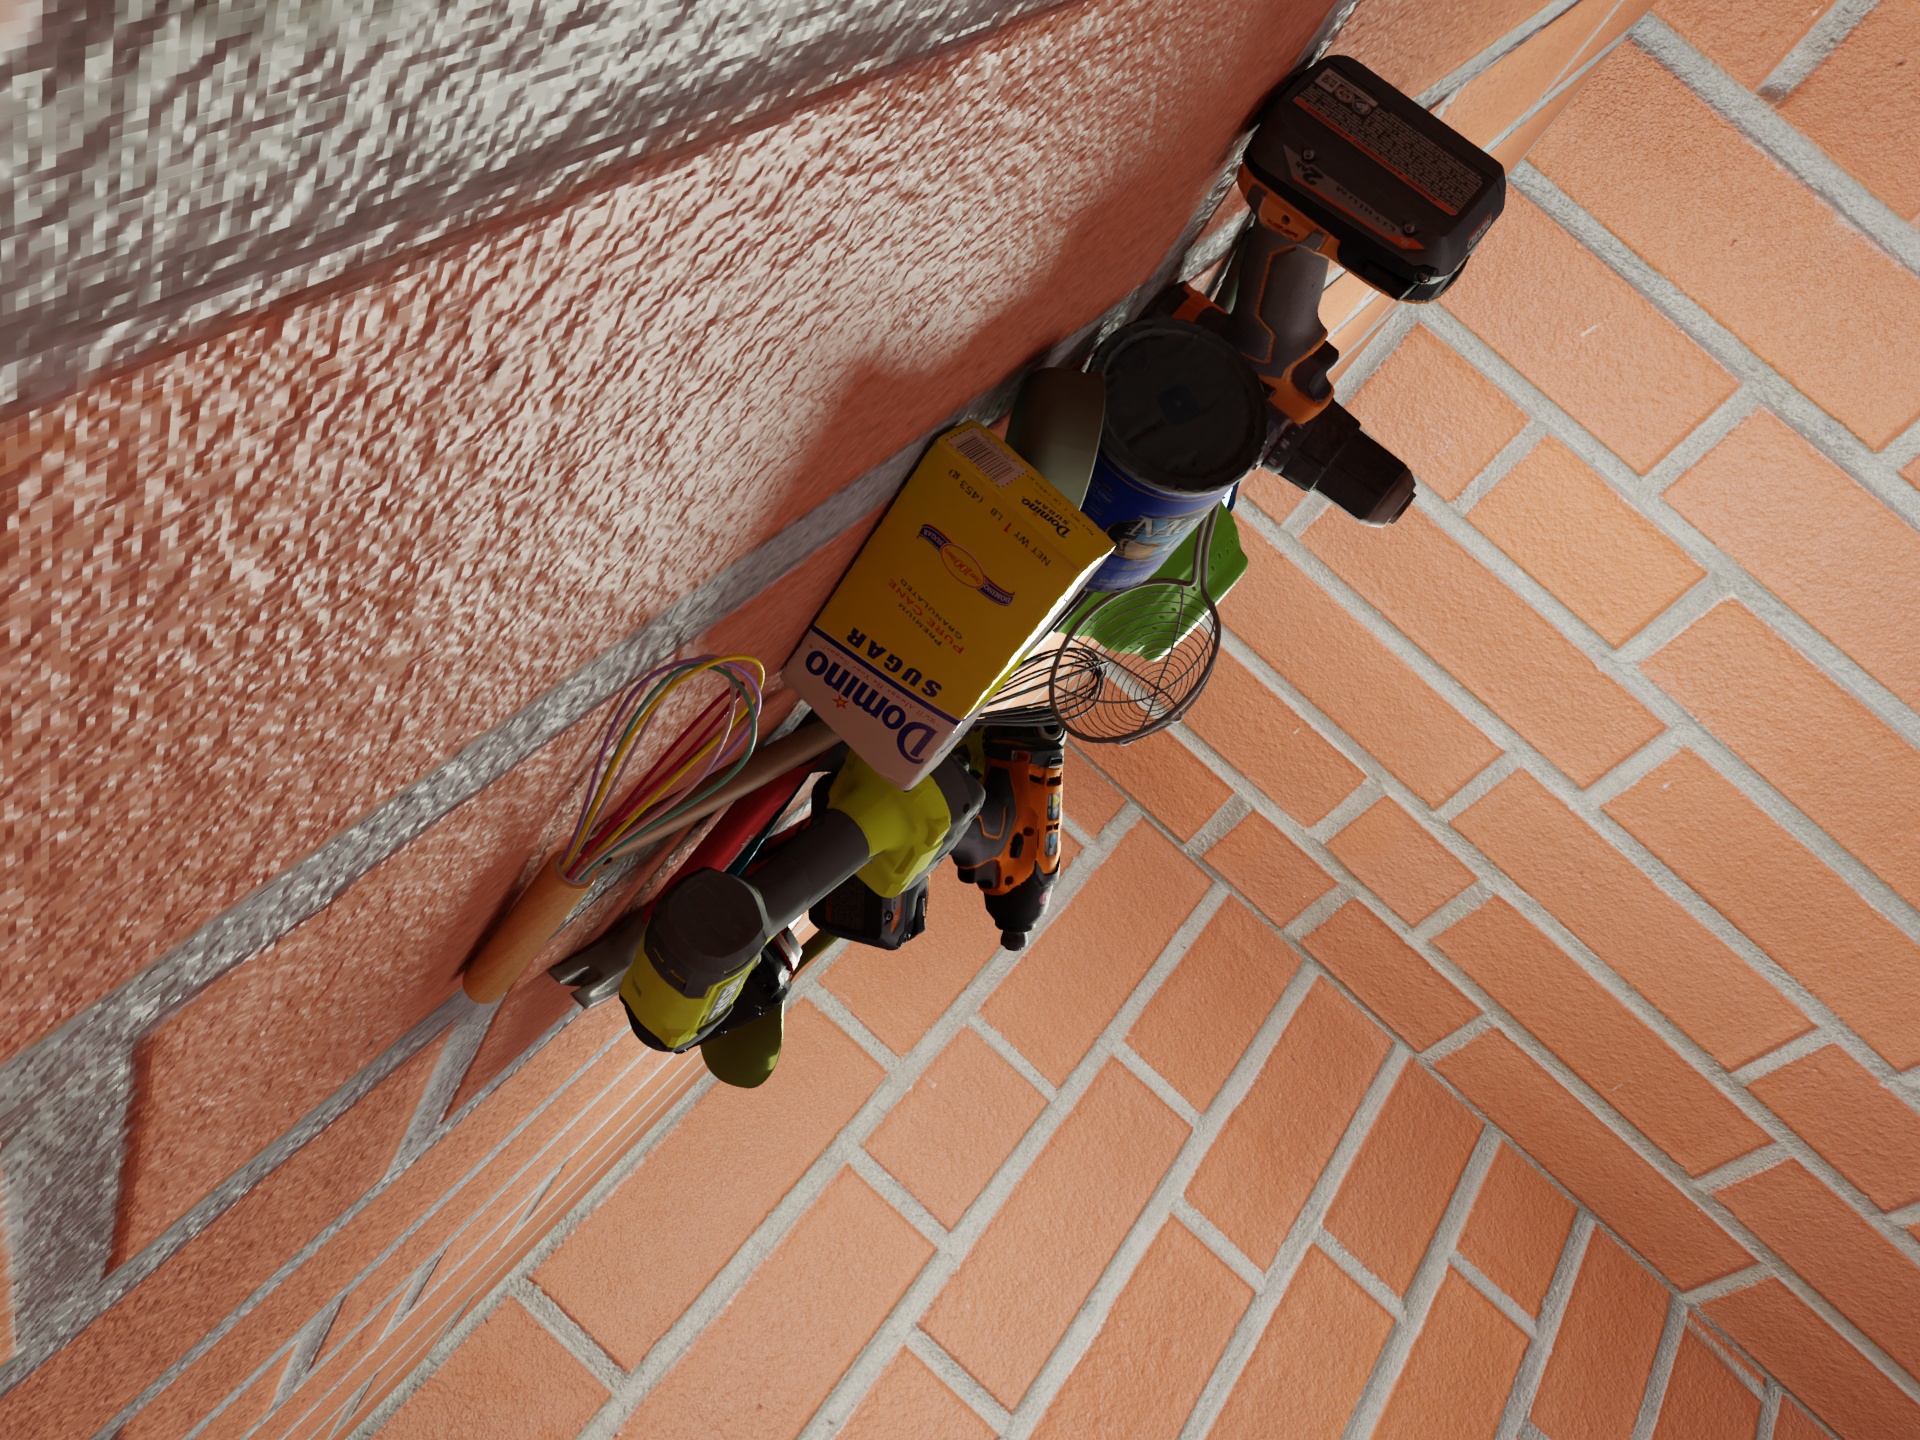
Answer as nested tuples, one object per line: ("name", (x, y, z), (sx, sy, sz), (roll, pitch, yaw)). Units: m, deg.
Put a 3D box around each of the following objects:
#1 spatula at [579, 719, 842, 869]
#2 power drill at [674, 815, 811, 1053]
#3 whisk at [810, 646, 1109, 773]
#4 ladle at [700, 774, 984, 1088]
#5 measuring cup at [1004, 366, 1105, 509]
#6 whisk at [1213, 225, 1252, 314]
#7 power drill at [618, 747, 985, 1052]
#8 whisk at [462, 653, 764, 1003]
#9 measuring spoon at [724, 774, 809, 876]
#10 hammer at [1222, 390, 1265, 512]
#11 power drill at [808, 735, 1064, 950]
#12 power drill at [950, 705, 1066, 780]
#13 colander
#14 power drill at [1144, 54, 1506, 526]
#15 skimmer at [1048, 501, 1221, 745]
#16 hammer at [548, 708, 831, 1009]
("spatula", (-0.080, 0.010, 0.846), (0.316, 0.018, 0.059), (-30, 154, -44))
("power drill", (-0.150, 0.142, 1.162), (0.143, 0.078, 0.220), (-29, -170, 28))
("whisk", (-0.002, -0.004, 1.096), (0.239, 0.055, 0.055), (-17, 164, -20))
("ladle", (-0.075, 0.152, 1.221), (0.320, 0.062, 0.078), (-43, -141, -19))
("measuring cup", (0.037, -0.143, 0.820), (0.168, 0.038, 0.083), (-124, -134, -76))
("whisk", (0.175, -0.261, 1.082), (0.246, 0.058, 0.059), (107, -8, -73))
("power drill", (-0.099, 0.102, 0.933), (0.223, 0.080, 0.171), (-37, 167, -35))
("whisk", (-0.153, 0.052, 0.682), (0.245, 0.051, 0.047), (-47, -178, 33))
("measuring spoon", (-0.135, 0.061, 1.104), (0.129, 0.021, 0.042), (-56, -172, -21))
("hammer", (0.243, -0.278, 1.243), (0.144, 0.035, 0.405), (-47, 167, -20))
("power drill", (-0.006, 0.101, 1.151), (0.226, 0.084, 0.164), (-7, 101, -51))
("power drill", (-0.013, 0.076, 1.340), (0.228, 0.080, 0.190), (-45, -173, -23))
("colander", (0.098, -0.055, 1.244), (0.397, 0.094, 0.204), (-46, 179, 10))
("power drill", (0.198, -0.210, 0.847), (0.084, 0.185, 0.226), (-48, 173, -28))
("skimmer", (0.139, -0.155, 0.995), (0.090, 0.127, 0.363), (-4, 120, -29))
("hammer", (-0.095, 0.017, 0.931), (0.386, 0.038, 0.143), (-49, 174, 15))
